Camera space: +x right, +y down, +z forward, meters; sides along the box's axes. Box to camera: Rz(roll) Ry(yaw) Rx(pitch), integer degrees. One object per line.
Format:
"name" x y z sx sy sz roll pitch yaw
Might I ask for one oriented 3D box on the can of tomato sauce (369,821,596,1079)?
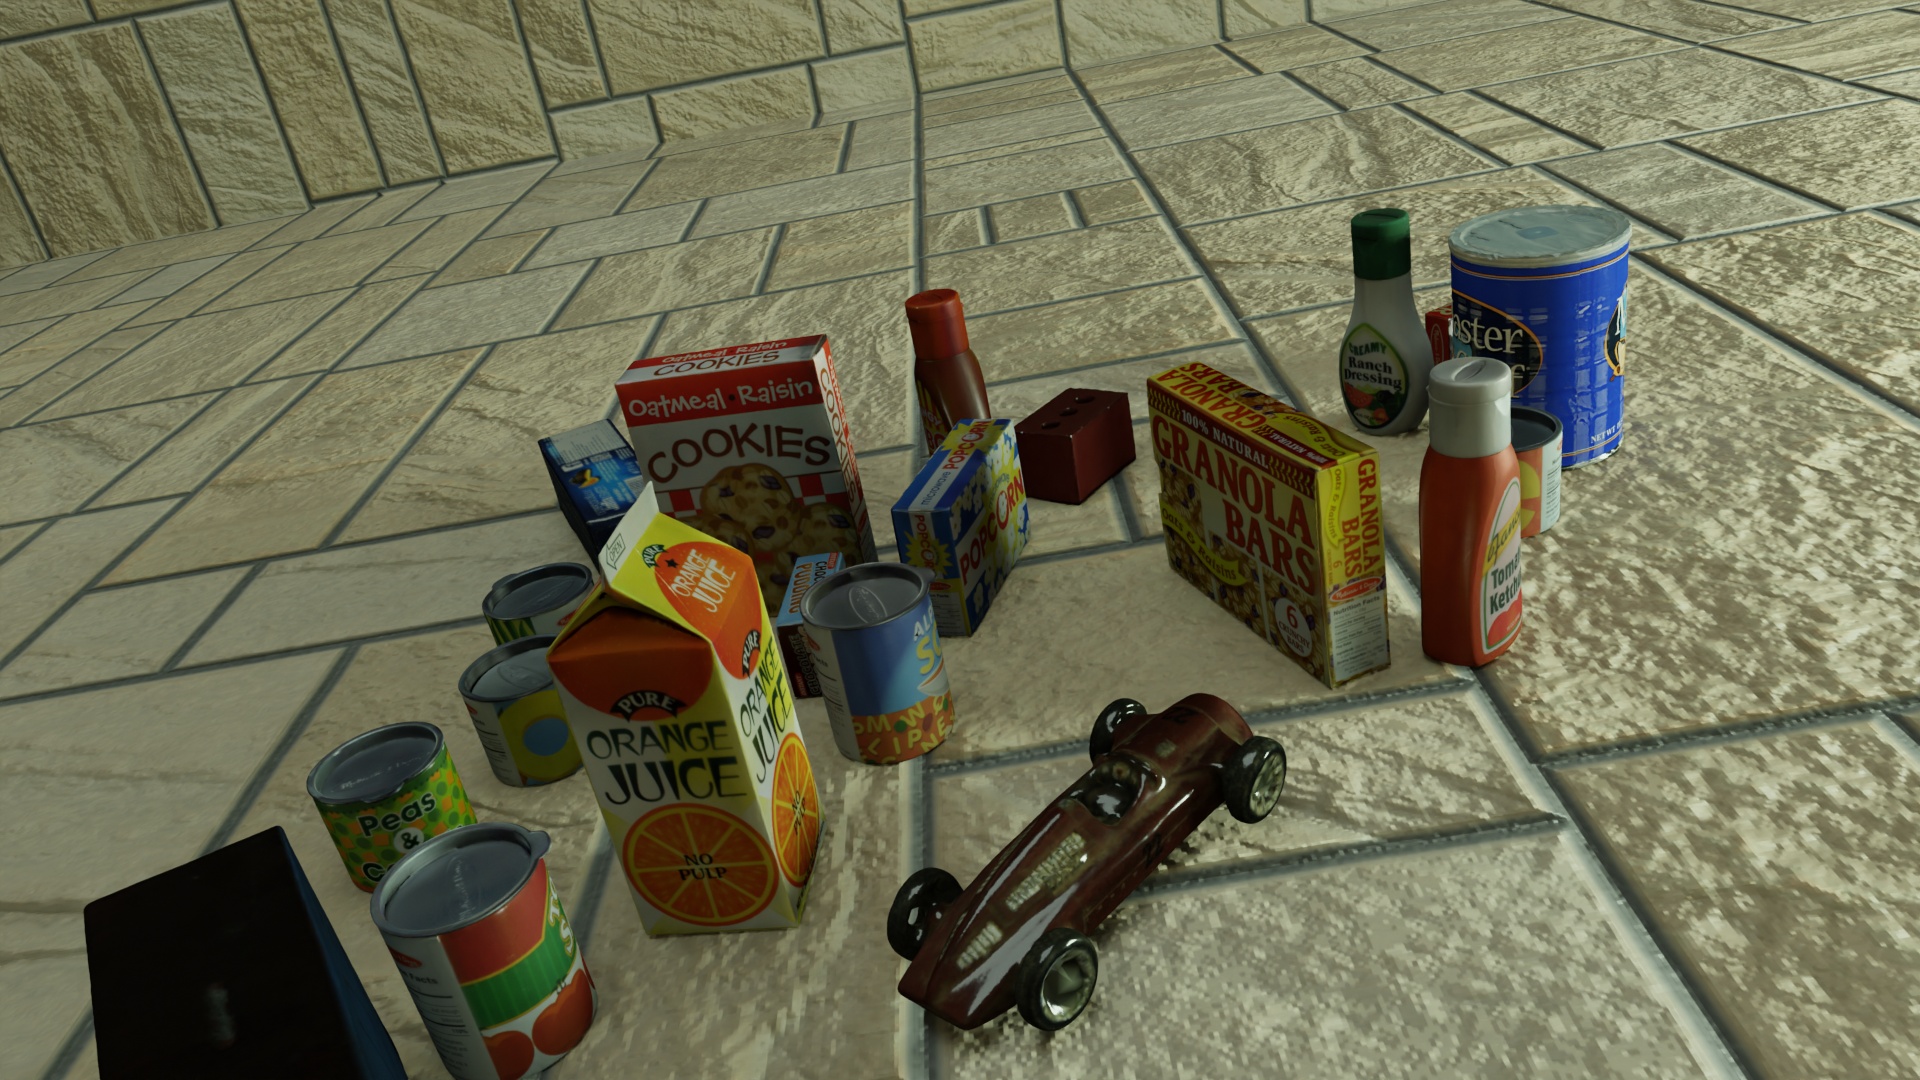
"can of tomato sauce" -0.191 0.167 0.567 0.071 0.082 0.071 -9 26 5

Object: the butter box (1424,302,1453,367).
"butter box" 0.382 -0.154 1.010 0.104 0.053 0.024 -24 29 -24

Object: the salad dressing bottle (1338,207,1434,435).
"salad dressing bottle" 0.282 -0.145 0.925 0.044 0.147 0.064 -29 31 -32

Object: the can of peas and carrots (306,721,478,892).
"can of peas and carrots" -0.282 0.134 0.696 0.071 0.058 0.071 -9 26 5

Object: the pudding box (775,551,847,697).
"pudding box" -0.081 0.047 0.799 0.030 0.049 0.084 -8 27 7

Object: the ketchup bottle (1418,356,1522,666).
"ketchup bottle" 0.250 -0.015 0.681 0.043 0.148 0.065 13 35 40

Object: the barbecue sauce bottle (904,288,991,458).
"barbecue sauce bottle" -0.005 -0.094 0.936 0.044 0.148 0.065 -21 28 -19

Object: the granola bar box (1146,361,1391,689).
"granola bar box" 0.160 -0.014 0.741 0.039 0.123 0.166 -19 27 -15

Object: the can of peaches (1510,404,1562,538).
"can of peaches" 0.311 -0.040 0.808 0.071 0.057 0.071 -9 26 5

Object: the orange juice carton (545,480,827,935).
"orange juice carton" -0.118 0.074 0.601 0.073 0.191 0.072 -6 27 10

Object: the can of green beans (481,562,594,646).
"can of green beans" -0.247 0.054 0.840 0.071 0.057 0.071 -9 26 5

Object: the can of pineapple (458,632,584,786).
"can of pineapple" -0.231 0.091 0.760 0.071 0.057 0.071 -9 26 5

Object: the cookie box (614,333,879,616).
"cookie box" -0.125 -0.034 0.845 0.123 0.166 0.040 -6 27 10

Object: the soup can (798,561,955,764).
"soup can" -0.039 0.062 0.715 0.071 0.083 0.071 -9 26 5

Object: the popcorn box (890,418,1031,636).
"popcorn box" 0.003 -0.011 0.839 0.038 0.085 0.127 0 28 21
